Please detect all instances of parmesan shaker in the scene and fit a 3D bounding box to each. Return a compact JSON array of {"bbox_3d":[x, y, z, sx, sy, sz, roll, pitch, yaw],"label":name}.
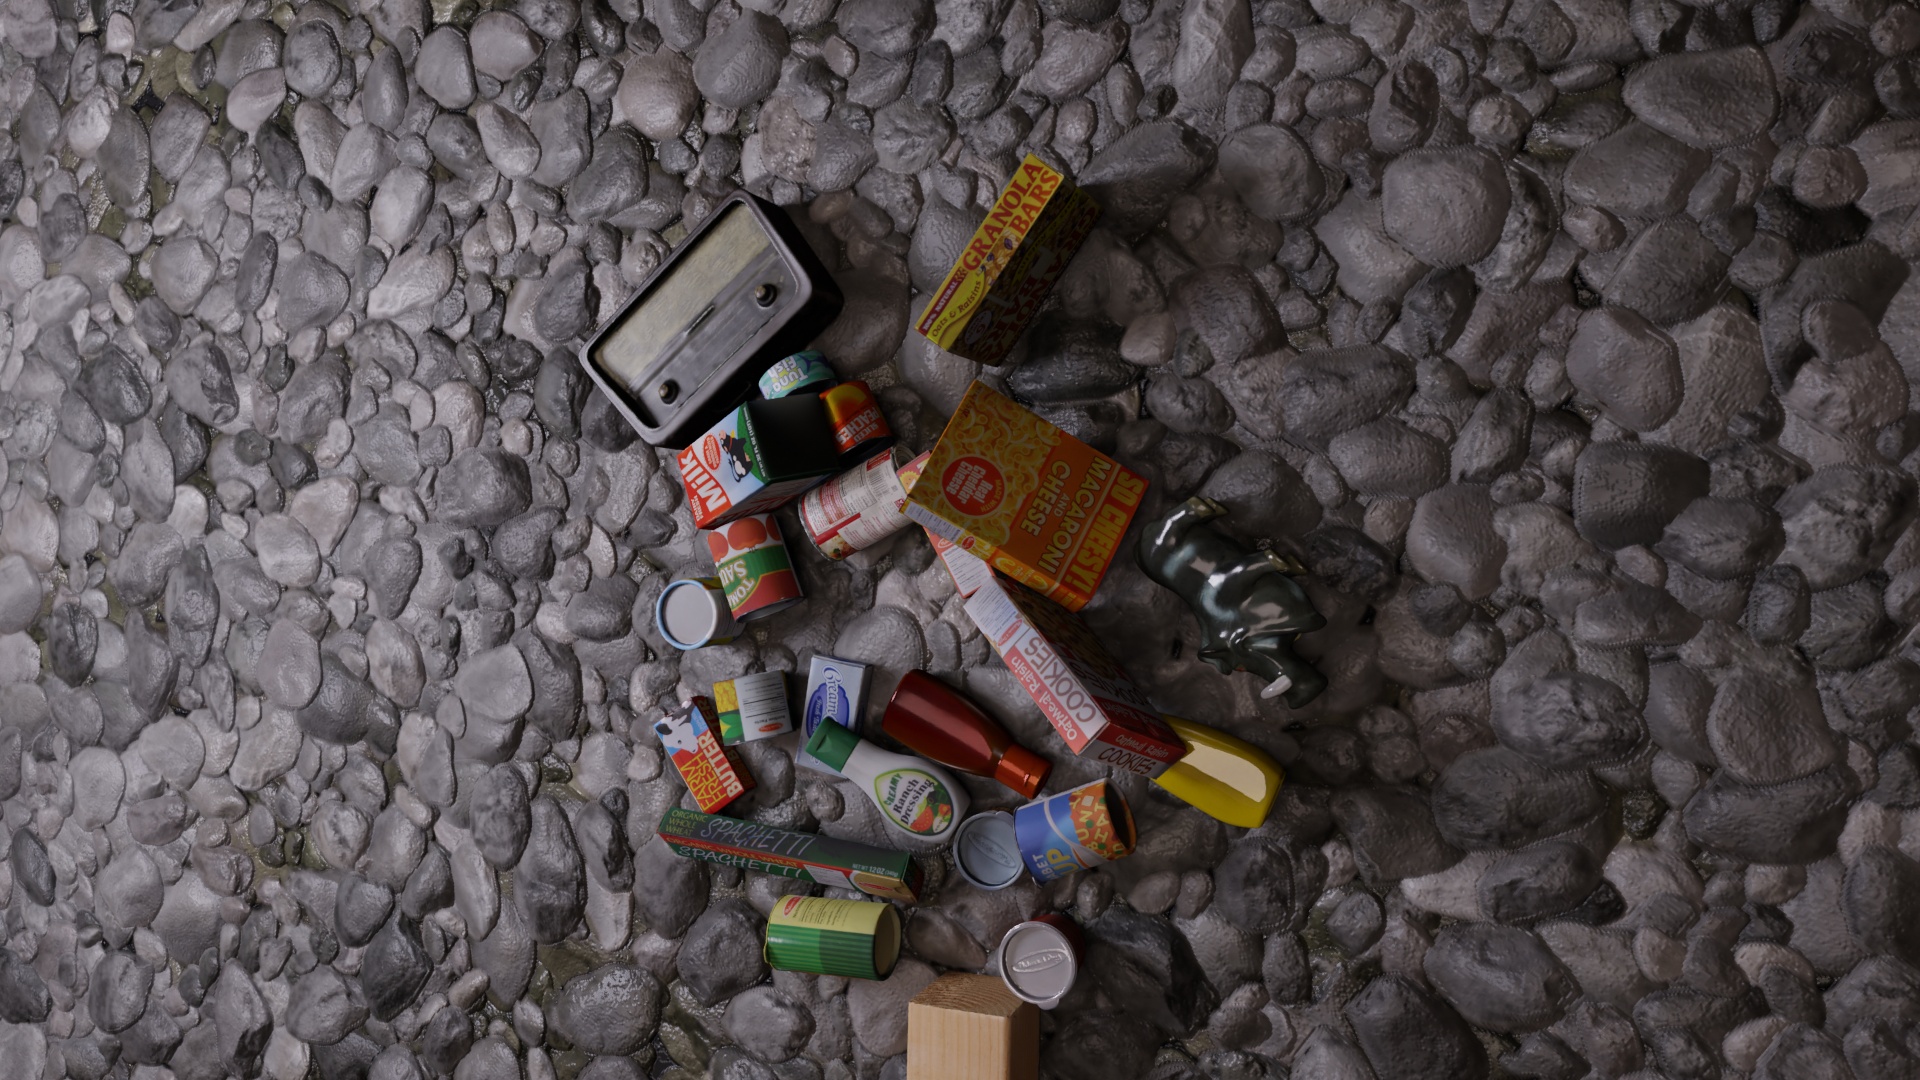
[{"bbox_3d":[-0.112,0.352,1.225,0.103,0.071,0.071,0,90,21],"label":"parmesan shaker"}]

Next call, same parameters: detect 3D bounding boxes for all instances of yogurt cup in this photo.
[{"bbox_3d":[0.072,0.347,1.165,0.072,0.054,0.072,0,90,21],"label":"yogurt cup"}]

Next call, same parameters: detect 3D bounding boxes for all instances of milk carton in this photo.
[{"bbox_3d":[-0.190,-0.063,1.231,0.190,0.074,0.072,-27,79,52],"label":"milk carton"}]

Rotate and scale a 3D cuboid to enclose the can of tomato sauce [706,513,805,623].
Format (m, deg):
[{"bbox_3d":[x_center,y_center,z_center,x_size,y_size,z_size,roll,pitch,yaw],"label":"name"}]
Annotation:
[{"bbox_3d":[-0.187,0.025,1.255,0.071,0.071,0.083,-23,82,19],"label":"can of tomato sauce"}]

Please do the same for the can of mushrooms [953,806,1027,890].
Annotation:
[{"bbox_3d":[0.031,0.262,1.191,0.071,0.033,0.071,0,90,22],"label":"can of mushrooms"}]

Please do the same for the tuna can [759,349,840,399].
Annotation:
[{"bbox_3d":[-0.145,-0.139,1.238,0.071,0.071,0.033,-33,78,18],"label":"tuna can"}]

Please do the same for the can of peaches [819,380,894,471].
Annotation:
[{"bbox_3d":[-0.099,-0.101,1.221,0.071,0.071,0.058,-29,79,19],"label":"can of peaches"}]

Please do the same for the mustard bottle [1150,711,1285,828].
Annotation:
[{"bbox_3d":[0.180,0.174,1.126,0.160,0.049,0.065,25,101,20],"label":"mustard bottle"}]

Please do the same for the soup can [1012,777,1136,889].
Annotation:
[{"bbox_3d":[0.095,0.242,1.148,0.083,0.071,0.071,-23,82,19],"label":"soup can"}]

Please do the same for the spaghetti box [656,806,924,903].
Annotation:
[{"bbox_3d":[-0.156,0.282,1.251,0.250,0.050,0.029,6,55,21],"label":"spaghetti box"}]

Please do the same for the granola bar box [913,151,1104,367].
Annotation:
[{"bbox_3d":[0.043,-0.224,1.138,0.039,0.124,0.165,38,103,16],"label":"granola bar box"}]

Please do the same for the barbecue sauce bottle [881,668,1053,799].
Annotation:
[{"bbox_3d":[0.007,0.171,1.195,0.149,0.044,0.064,28,100,18],"label":"barbecue sauce bottle"}]

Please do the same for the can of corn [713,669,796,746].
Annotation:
[{"bbox_3d":[-0.188,0.151,1.259,0.071,0.071,0.058,-13,85,20],"label":"can of corn"}]

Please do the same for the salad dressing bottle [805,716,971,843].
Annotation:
[{"bbox_3d":[-0.064,0.206,1.207,0.148,0.044,0.064,30,96,6],"label":"salad dressing bottle"}]

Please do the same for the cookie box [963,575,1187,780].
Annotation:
[{"bbox_3d":[0.091,0.107,1.092,0.040,0.123,0.168,-49,51,13],"label":"cookie box"}]

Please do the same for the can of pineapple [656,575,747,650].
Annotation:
[{"bbox_3d":[-0.239,0.066,1.281,0.071,0.058,0.071,0,91,21],"label":"can of pineapple"}]

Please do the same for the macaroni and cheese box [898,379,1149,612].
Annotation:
[{"bbox_3d":[0.053,-0.036,1.124,0.166,0.040,0.124,30,67,-2],"label":"macaroni and cheese box"}]

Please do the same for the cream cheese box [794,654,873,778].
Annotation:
[{"bbox_3d":[-0.114,0.157,1.251,0.053,0.024,0.103,11,94,19],"label":"cream cheese box"}]

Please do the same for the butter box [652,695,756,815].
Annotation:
[{"bbox_3d":[-0.239,0.202,1.299,0.053,0.024,0.103,-37,77,18],"label":"butter box"}]

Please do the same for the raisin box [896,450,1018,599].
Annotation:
[{"bbox_3d":[0.004,-0.015,1.173,0.040,0.086,0.123,-32,79,23],"label":"raisin box"}]
